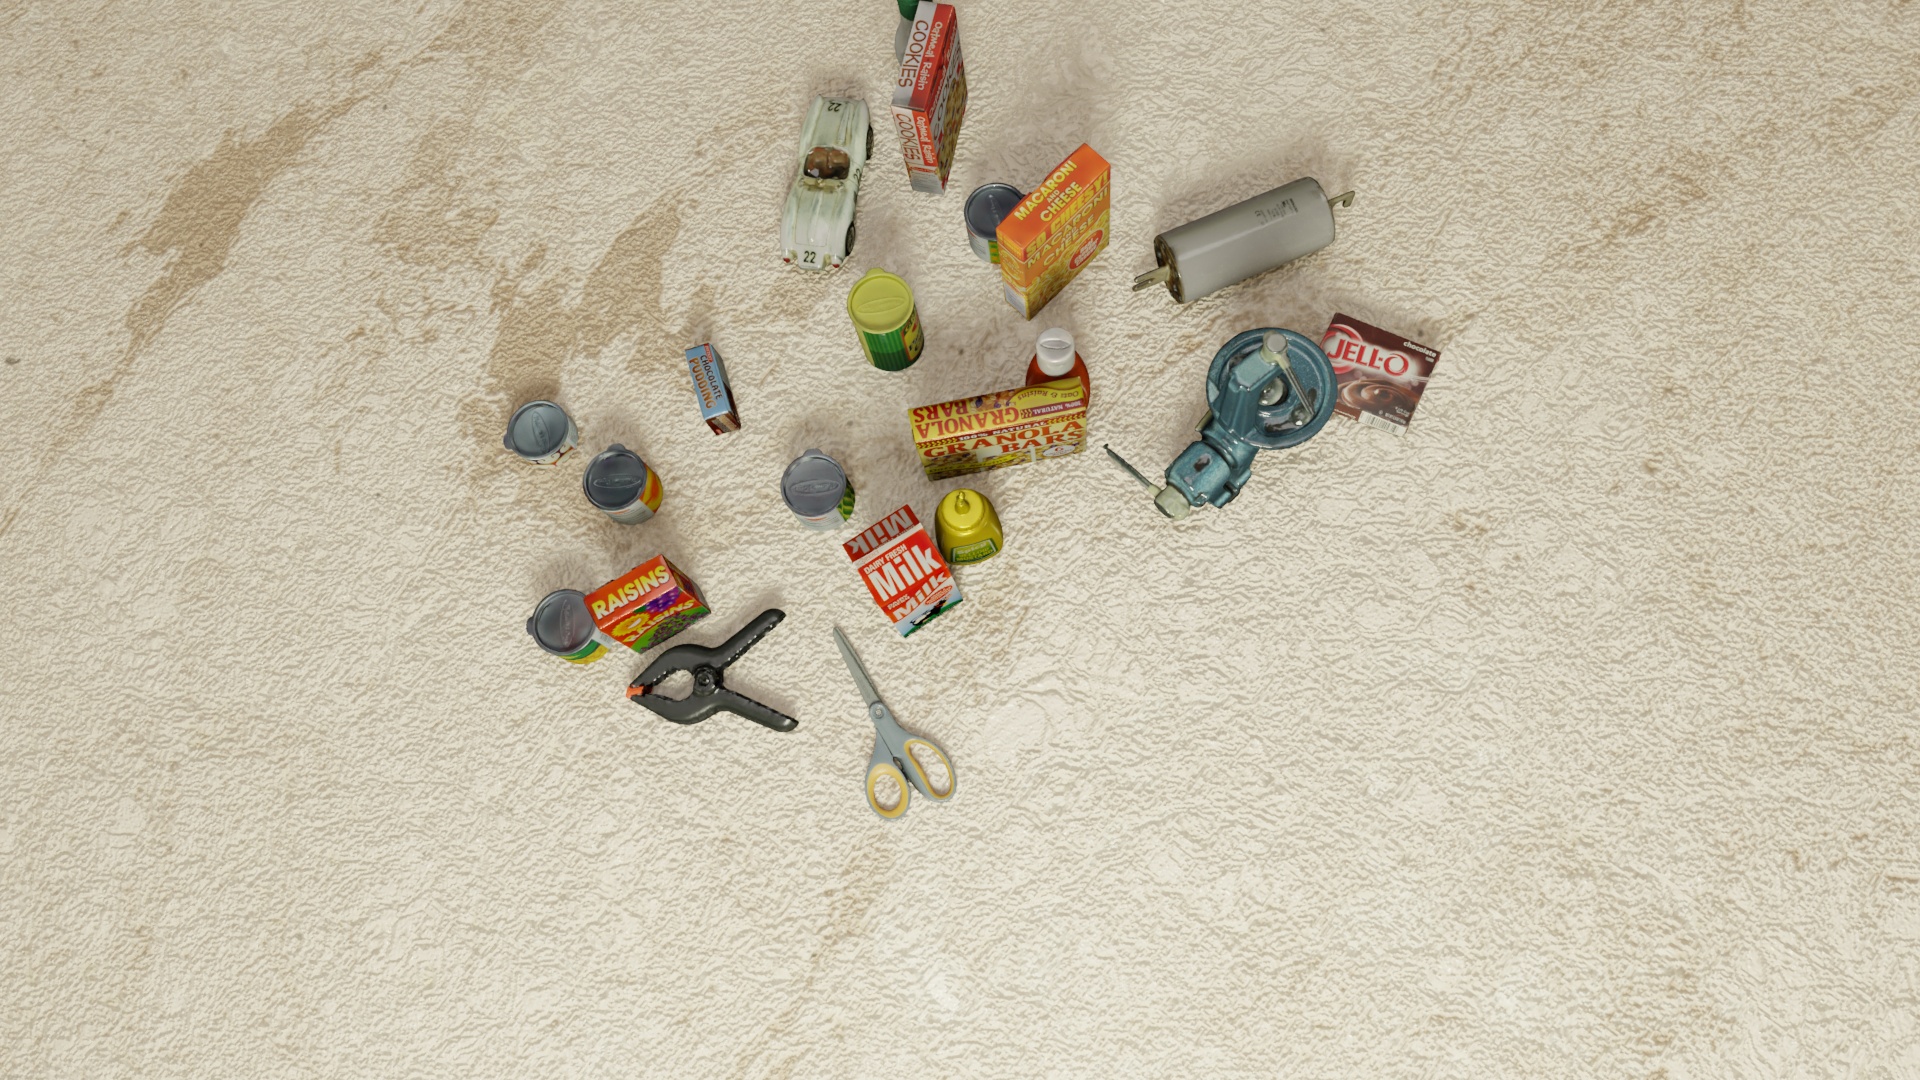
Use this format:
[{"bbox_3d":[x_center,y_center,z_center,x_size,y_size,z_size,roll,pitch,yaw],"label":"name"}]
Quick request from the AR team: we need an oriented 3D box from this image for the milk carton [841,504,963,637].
[{"bbox_3d":[-0.054,0.026,1.291,0.072,0.190,0.073,-32,75,-3],"label":"milk carton"}]

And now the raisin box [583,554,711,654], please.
[{"bbox_3d":[-0.299,0.062,1.339,0.086,0.123,0.040,-29,74,-3],"label":"raisin box"}]

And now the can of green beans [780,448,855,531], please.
[{"bbox_3d":[-0.142,-0.047,1.389,0.071,0.057,0.071,-1,75,5],"label":"can of green beans"}]

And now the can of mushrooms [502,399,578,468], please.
[{"bbox_3d":[-0.437,-0.109,1.446,0.071,0.033,0.071,-1,75,5],"label":"can of mushrooms"}]

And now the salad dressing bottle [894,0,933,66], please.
[{"bbox_3d":[-0.042,-0.543,1.471,0.064,0.147,0.044,-9,75,3],"label":"salad dressing bottle"}]

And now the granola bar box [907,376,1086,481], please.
[{"bbox_3d":[0.040,-0.106,1.354,0.165,0.124,0.039,-11,74,2],"label":"granola bar box"}]

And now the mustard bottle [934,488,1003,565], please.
[{"bbox_3d":[0.005,-0.016,1.314,0.065,0.160,0.049,-15,74,1],"label":"mustard bottle"}]

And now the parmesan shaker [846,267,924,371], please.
[{"bbox_3d":[-0.074,-0.222,1.408,0.071,0.103,0.071,-1,75,5],"label":"parmesan shaker"}]

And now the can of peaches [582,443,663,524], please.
[{"bbox_3d":[-0.341,-0.056,1.409,0.071,0.058,0.071,-1,75,5],"label":"can of peaches"}]

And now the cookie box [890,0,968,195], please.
[{"bbox_3d":[-0.028,-0.453,1.434,0.040,0.167,0.123,11,76,8],"label":"cookie box"}]

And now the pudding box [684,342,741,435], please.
[{"bbox_3d":[-0.255,-0.156,1.434,0.030,0.049,0.084,-19,74,0],"label":"pudding box"}]

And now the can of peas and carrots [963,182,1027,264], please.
[{"bbox_3d":[0.041,-0.331,1.450,0.071,0.058,0.071,-1,75,5],"label":"can of peas and carrots"}]

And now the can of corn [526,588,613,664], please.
[{"bbox_3d":[-0.384,0.086,1.374,0.071,0.058,0.071,-1,75,5],"label":"can of corn"}]

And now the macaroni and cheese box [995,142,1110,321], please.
[{"bbox_3d":[0.094,-0.303,1.382,0.040,0.166,0.124,43,83,14],"label":"macaroni and cheese box"}]

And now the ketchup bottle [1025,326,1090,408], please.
[{"bbox_3d":[0.094,-0.163,1.352,0.065,0.148,0.043,1,75,6],"label":"ketchup bottle"}]
